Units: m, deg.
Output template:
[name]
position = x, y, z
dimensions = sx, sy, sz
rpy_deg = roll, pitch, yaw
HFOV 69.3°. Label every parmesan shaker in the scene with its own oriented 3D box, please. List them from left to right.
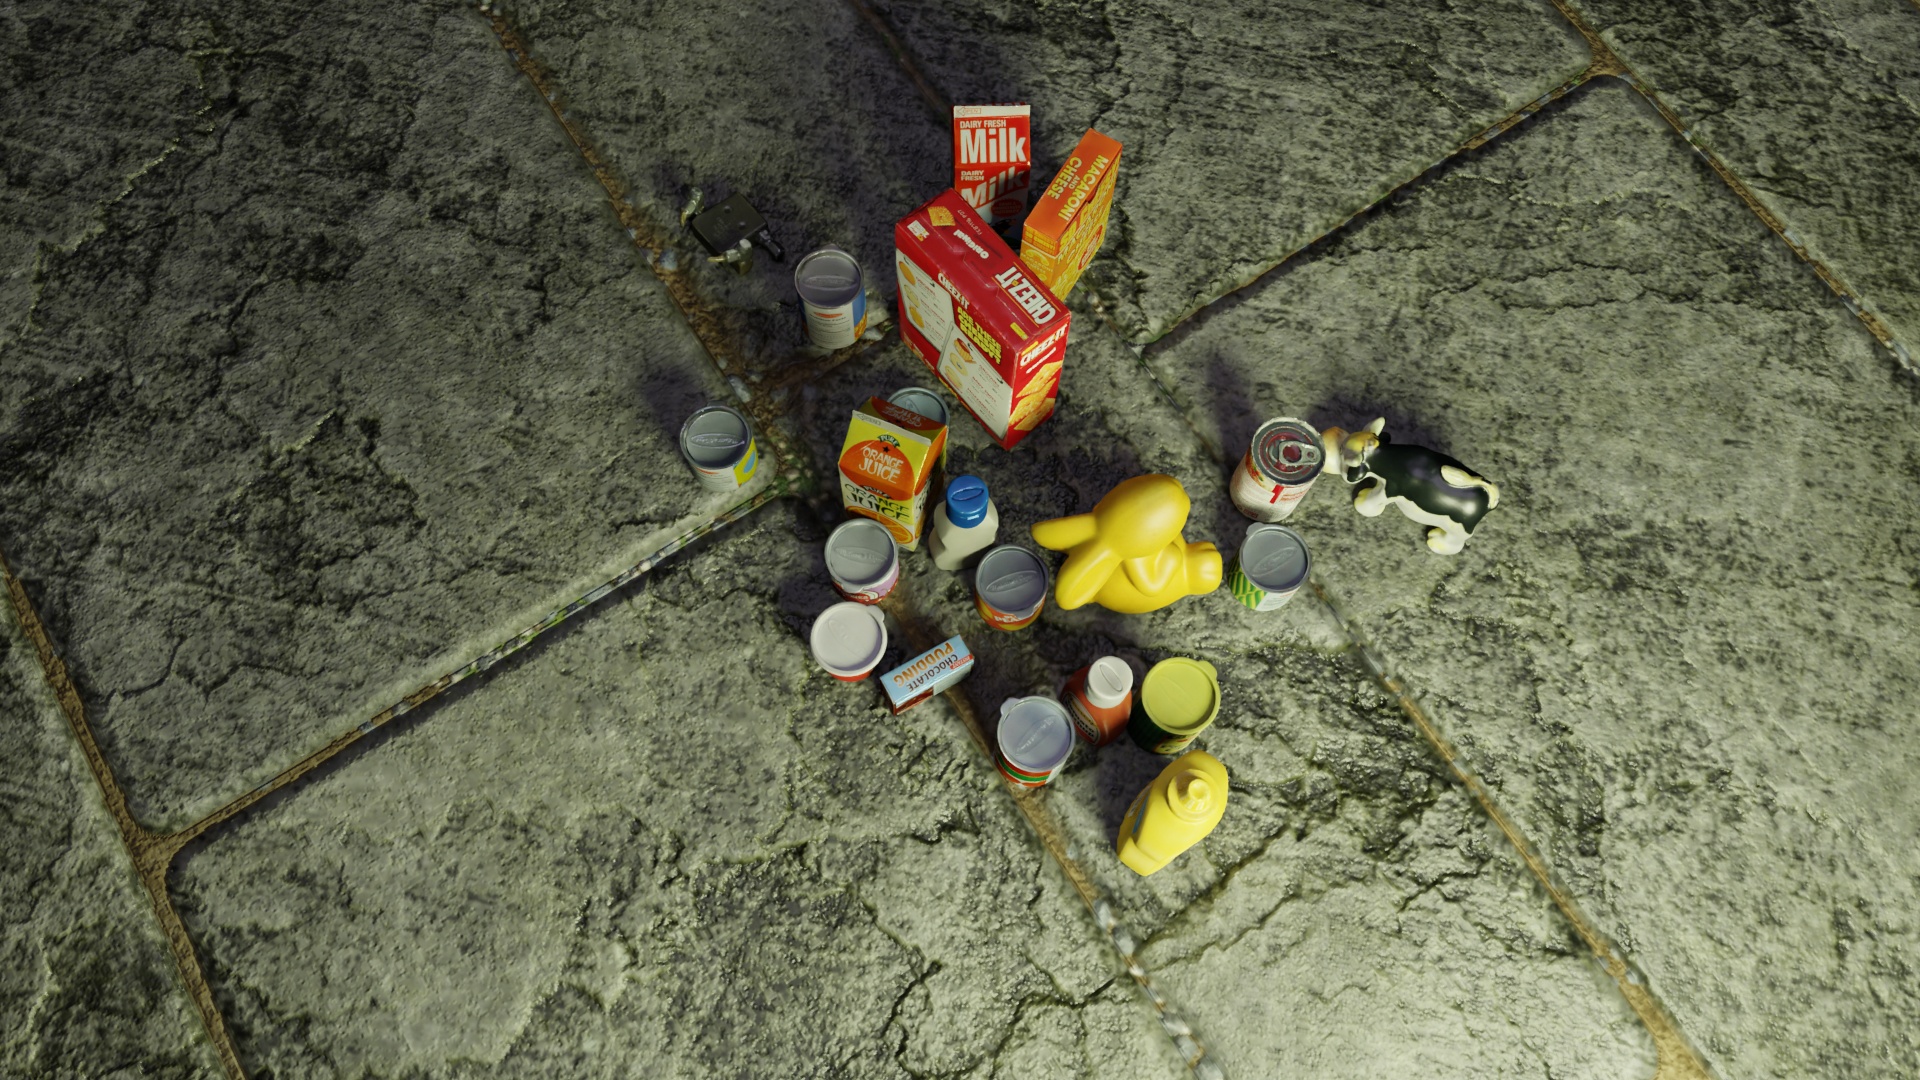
[parmesan shaker]
position = 0.185, 0.144, 1.208
dimensions = 0.071, 0.102, 0.071
rpy_deg = 1, 71, -1

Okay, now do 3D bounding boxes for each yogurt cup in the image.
[yogurt cup]
position = -0.099, 0.094, 1.244
dimensions = 0.072, 0.053, 0.072
rpy_deg = 1, 70, -1

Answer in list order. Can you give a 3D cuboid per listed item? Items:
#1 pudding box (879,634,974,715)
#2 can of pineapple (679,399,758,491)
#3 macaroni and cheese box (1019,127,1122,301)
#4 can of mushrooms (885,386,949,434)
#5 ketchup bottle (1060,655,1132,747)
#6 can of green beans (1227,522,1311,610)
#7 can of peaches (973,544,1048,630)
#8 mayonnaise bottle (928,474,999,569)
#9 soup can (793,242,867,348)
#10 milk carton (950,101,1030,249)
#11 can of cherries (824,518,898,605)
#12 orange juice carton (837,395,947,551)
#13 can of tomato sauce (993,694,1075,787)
[pudding box]
position = -0.030, 0.121, 1.238
dimensions = 0.084, 0.049, 0.030
rpy_deg = -28, 74, -11
[can of pineapple]
position = -0.225, -0.087, 1.304
dimensions = 0.071, 0.057, 0.071
rpy_deg = 1, 70, -1
[macaroni and cheese box]
position = 0.102, -0.295, 1.331
dimensions = 0.040, 0.166, 0.124
rpy_deg = 30, 72, 9
[can of mushrooms]
position = -0.046, -0.111, 1.330
dimensions = 0.071, 0.033, 0.071
rpy_deg = 1, 70, -1
[ketchup bottle]
position = 0.119, 0.133, 1.186
dimensions = 0.043, 0.148, 0.065
rpy_deg = -35, 75, -13
[can of green beans]
position = 0.283, 0.026, 1.278
dimensions = 0.071, 0.057, 0.071
rpy_deg = 1, 70, -1
[can of peaches]
position = 0.046, 0.046, 1.263
dimensions = 0.071, 0.058, 0.071
rpy_deg = 1, 70, -1
[mayonnaise bottle]
position = 0.004, -0.016, 1.237
dimensions = 0.065, 0.147, 0.041
rpy_deg = -14, 72, -7
[soup can]
position = -0.124, -0.236, 1.346
dimensions = 0.071, 0.083, 0.071
rpy_deg = 1, 70, -1
[milk carton]
position = 0.027, -0.359, 1.339
dimensions = 0.072, 0.190, 0.073
rpy_deg = -3, 71, -3
[can of cherries]
position = -0.091, 0.022, 1.267
dimensions = 0.071, 0.058, 0.071
rpy_deg = 1, 70, -1
[orange juice carton]
position = -0.059, -0.064, 1.228
dimensions = 0.072, 0.192, 0.073
rpy_deg = 23, 72, 6
[can of tomato sauce]
position = 0.061, 0.174, 1.204
dimensions = 0.071, 0.082, 0.071
rpy_deg = 1, 70, -1
